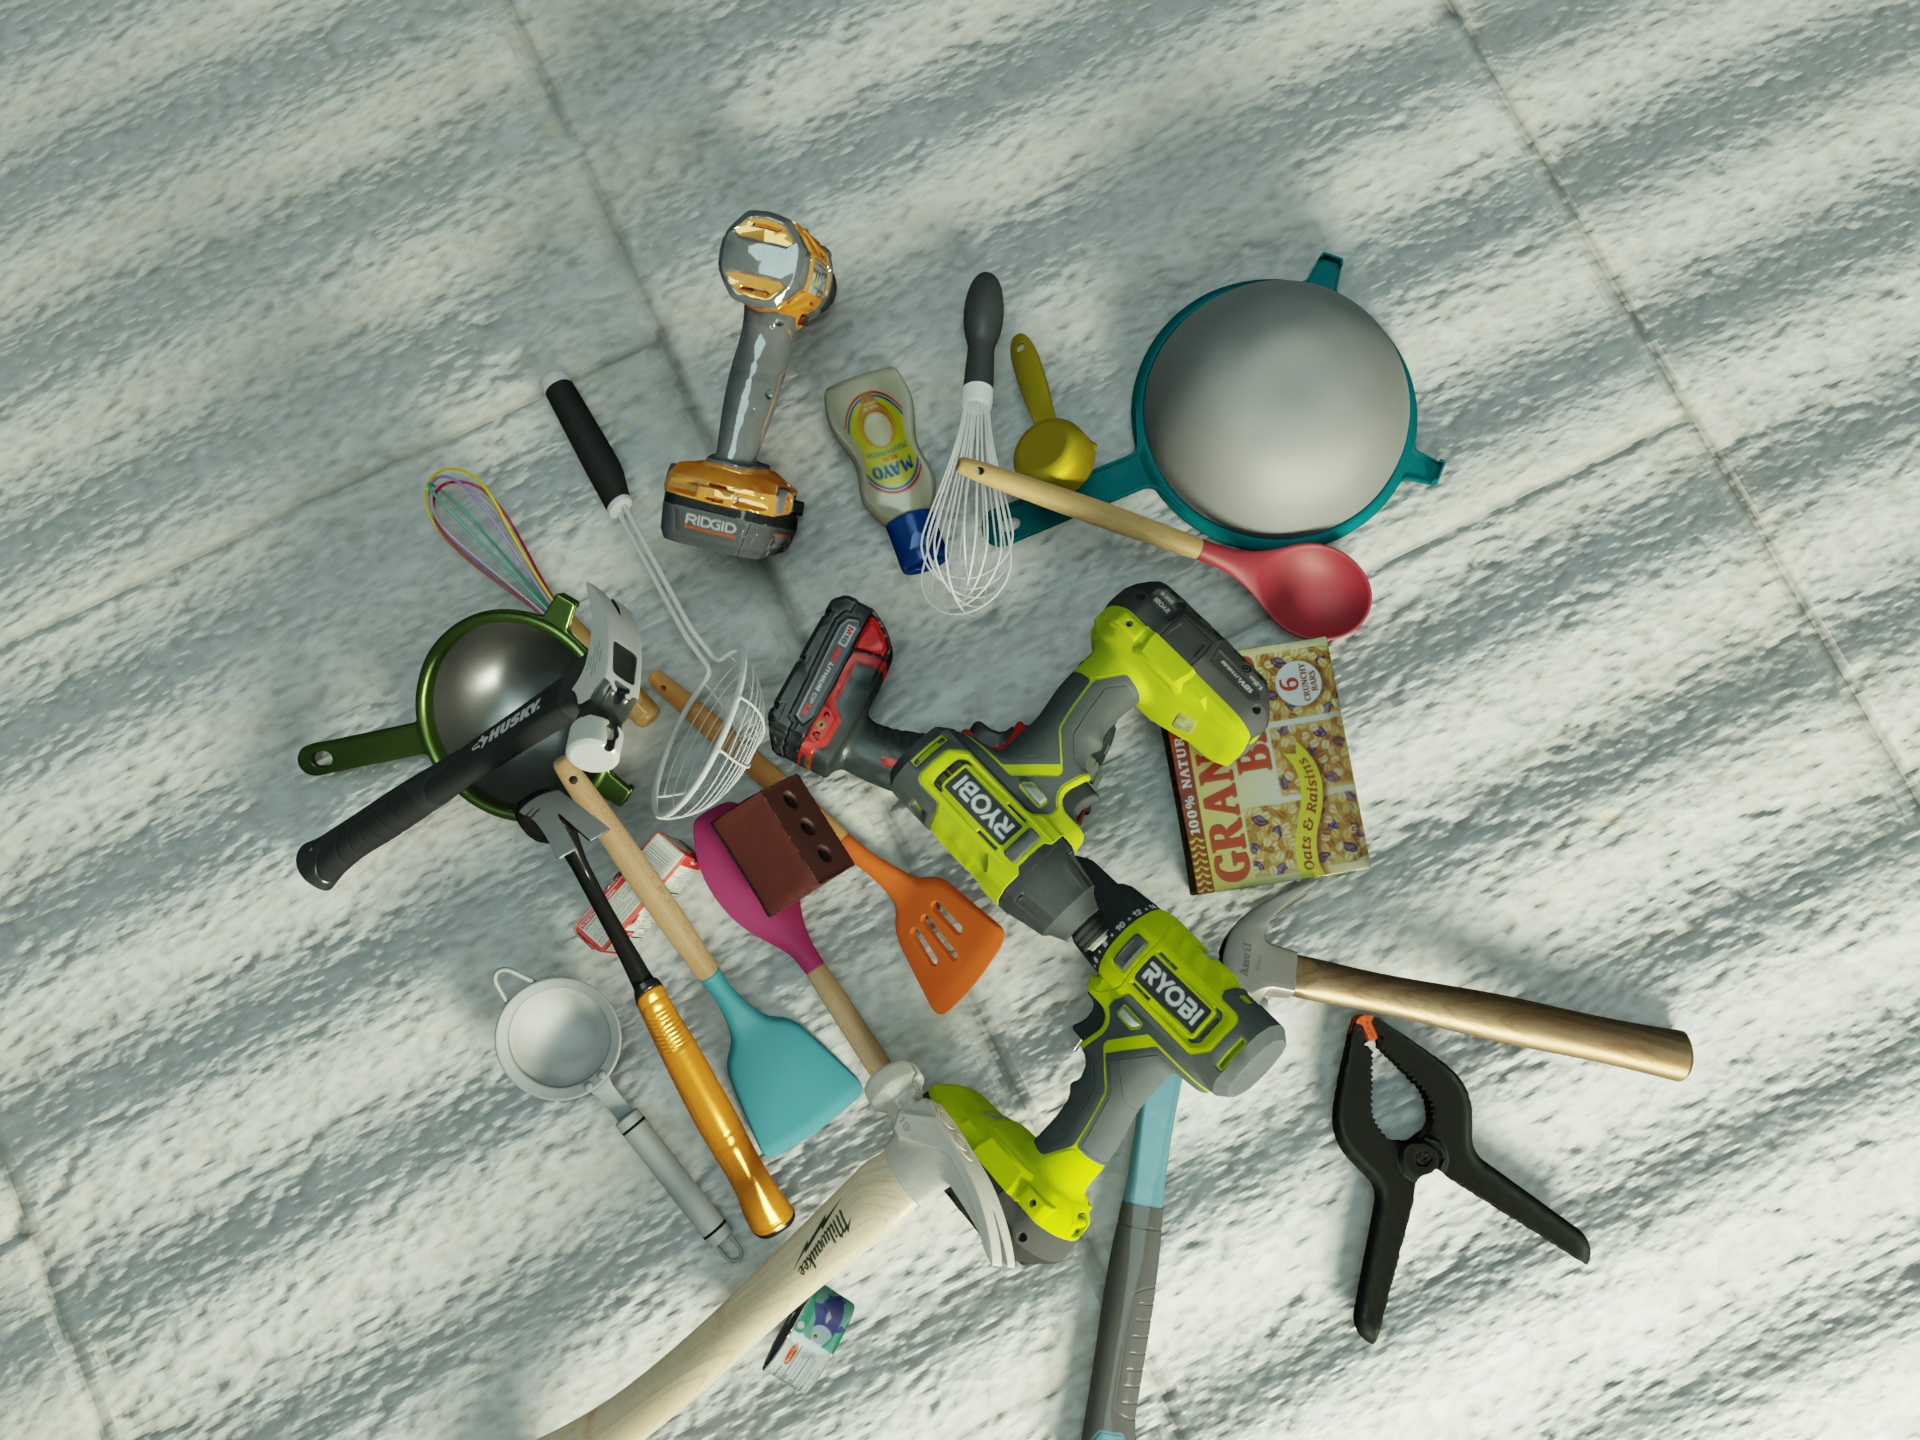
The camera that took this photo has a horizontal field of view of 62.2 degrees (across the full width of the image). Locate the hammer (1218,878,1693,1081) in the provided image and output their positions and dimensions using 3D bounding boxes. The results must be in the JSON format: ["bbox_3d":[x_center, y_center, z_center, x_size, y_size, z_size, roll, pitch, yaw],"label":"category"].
[{"bbox_3d":[0.335,0.193,1.080,0.331,0.031,0.130,12,64,-4],"label":"hammer"}]

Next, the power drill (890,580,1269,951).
[{"bbox_3d":[0.089,0.029,1.042,0.223,0.080,0.171,-41,77,-17],"label":"power drill"}]

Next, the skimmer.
[{"bbox_3d":[-0.237,-0.101,1.115,0.127,0.090,0.363,-44,68,39],"label":"skimmer"}]

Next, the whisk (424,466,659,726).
[{"bbox_3d":[-0.304,-0.091,1.153,0.047,0.051,0.245,-42,85,-11],"label":"whisk"}]

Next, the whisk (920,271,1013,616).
[{"bbox_3d":[0.009,-0.204,1.143,0.070,0.070,0.285,3,68,2],"label":"whisk"}]

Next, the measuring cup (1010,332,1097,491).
[{"bbox_3d":[0.054,-0.228,1.148,0.062,0.029,0.157,-26,58,20],"label":"measuring cup"}]

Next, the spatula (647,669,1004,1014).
[{"bbox_3d":[-0.104,0.071,1.122,0.323,0.041,0.081,40,109,9],"label":"spatula"}]

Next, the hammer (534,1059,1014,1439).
[{"bbox_3d":[-0.148,0.402,1.017,0.410,0.038,0.146,-42,56,8],"label":"hammer"}]

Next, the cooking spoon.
[{"bbox_3d":[-0.086,0.193,1.104,0.069,0.017,0.319,-30,84,-41],"label":"cooking spoon"}]

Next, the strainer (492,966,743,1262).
[{"bbox_3d":[-0.233,0.270,1.094,0.087,0.050,0.258,-39,88,1],"label":"strainer"}]

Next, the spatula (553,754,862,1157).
[{"bbox_3d":[-0.178,0.153,1.061,0.082,0.044,0.317,-34,114,-9],"label":"spatula"}]

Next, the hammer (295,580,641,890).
[{"bbox_3d":[-0.333,0.030,1.055,0.335,0.035,0.146,-29,42,29],"label":"hammer"}]

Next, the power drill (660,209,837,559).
[{"bbox_3d":[-0.138,-0.236,1.127,0.084,0.185,0.226,14,100,3],"label":"power drill"}]

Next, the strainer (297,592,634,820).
[{"bbox_3d":[-0.349,0.001,1.135,0.256,0.069,0.151,-11,102,17],"label":"strainer"}]

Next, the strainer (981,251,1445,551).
[{"bbox_3d":[0.173,-0.208,1.134,0.340,0.095,0.211,-23,81,-4],"label":"strainer"}]

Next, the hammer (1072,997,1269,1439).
[{"bbox_3d":[0.123,0.342,1.078,0.128,0.033,0.331,10,81,2],"label":"hammer"}]

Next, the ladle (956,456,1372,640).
[{"bbox_3d":[0.144,-0.128,1.118,0.315,0.031,0.069,18,90,-13],"label":"ladle"}]

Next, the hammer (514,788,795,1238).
[{"bbox_3d":[-0.187,0.199,1.025,0.034,0.127,0.336,-31,109,-20],"label":"hammer"}]

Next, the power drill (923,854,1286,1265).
[{"bbox_3d":[0.074,0.219,1.041,0.228,0.080,0.191,-50,60,7],"label":"power drill"}]

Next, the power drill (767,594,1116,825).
[{"bbox_3d":[-0.002,-0.004,1.116,0.226,0.080,0.188,28,77,2],"label":"power drill"}]
